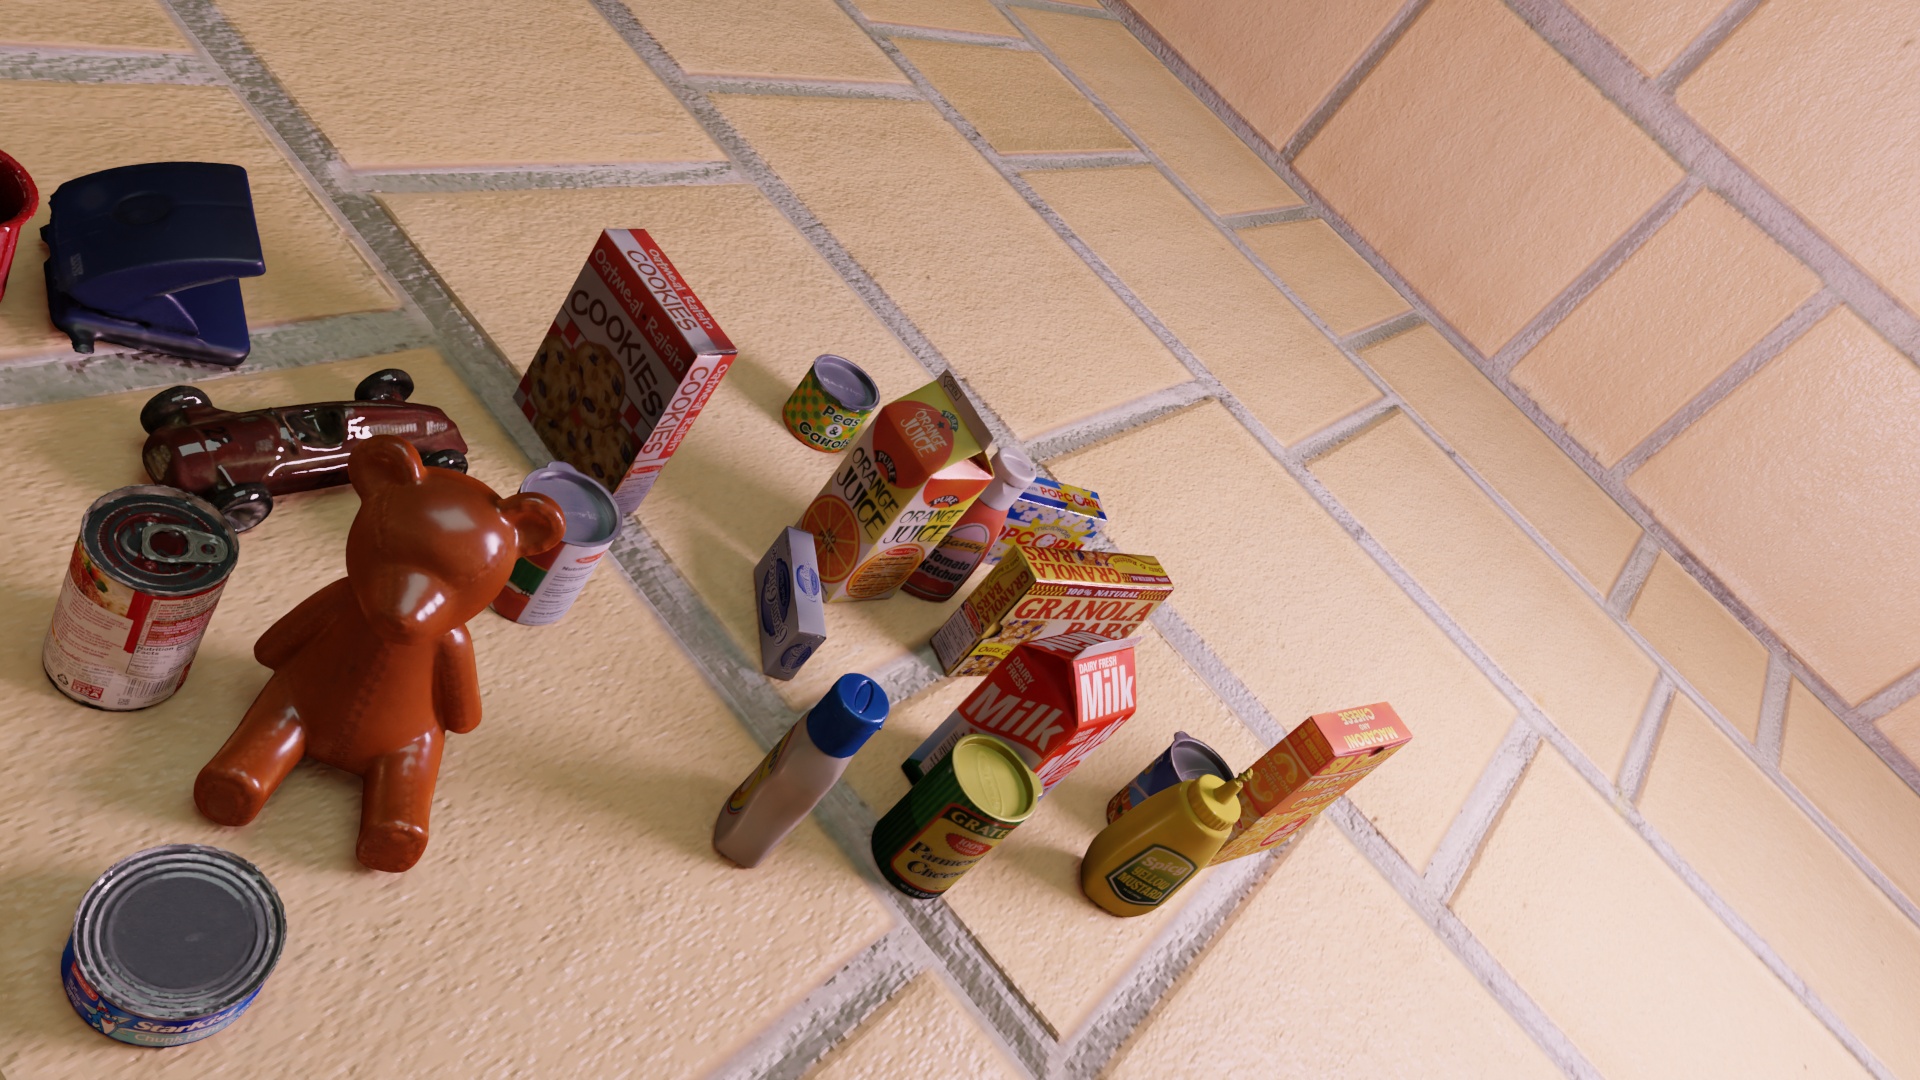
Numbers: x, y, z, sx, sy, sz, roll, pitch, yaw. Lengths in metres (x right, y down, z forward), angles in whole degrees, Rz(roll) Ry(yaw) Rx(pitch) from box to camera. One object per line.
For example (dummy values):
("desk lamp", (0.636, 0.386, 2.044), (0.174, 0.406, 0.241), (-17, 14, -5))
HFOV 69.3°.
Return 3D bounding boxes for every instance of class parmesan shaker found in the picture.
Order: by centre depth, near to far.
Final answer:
("parmesan shaker", (-0.003, 0.184, 0.916), (0.071, 0.102, 0.072), (27, 35, -21))

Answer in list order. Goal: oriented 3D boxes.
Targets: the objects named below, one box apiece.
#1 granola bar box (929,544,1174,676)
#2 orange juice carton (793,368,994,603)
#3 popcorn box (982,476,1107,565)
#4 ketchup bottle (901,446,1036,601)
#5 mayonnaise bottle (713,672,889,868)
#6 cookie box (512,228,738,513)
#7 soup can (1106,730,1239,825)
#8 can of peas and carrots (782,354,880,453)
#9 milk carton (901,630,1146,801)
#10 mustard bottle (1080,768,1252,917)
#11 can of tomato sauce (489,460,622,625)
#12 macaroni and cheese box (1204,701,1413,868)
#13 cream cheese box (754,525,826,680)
("granola bar box", (0.076, 0.060, 1.122), (0.166, 0.123, 0.039), (4, 47, -42))
("orange juice carton", (-0.044, -0.039, 1.056), (0.073, 0.191, 0.072), (-3, 52, -47))
("popcorn box", (0.055, -0.016, 1.226), (0.127, 0.085, 0.038), (13, 42, -36))
("ketchup bottle", (0.004, -0.014, 1.115), (0.065, 0.148, 0.044), (21, 37, -27))
("mayonnaise bottle", (-0.096, 0.136, 0.839), (0.041, 0.147, 0.065), (34, 33, -10))
("cookie box", (-0.238, -0.117, 0.977), (0.040, 0.166, 0.123), (-15, 61, -52))
("soup can", (0.163, 0.201, 1.080), (0.071, 0.083, 0.072), (26, 35, -21))
("can of peas and carrots", (-0.112, -0.116, 1.202), (0.071, 0.058, 0.071), (26, 35, -21))
("milk carton", (0.050, 0.126, 0.958), (0.072, 0.189, 0.073), (-7, 56, -49))
("mustard bottle", (0.152, 0.209, 0.989), (0.065, 0.159, 0.049), (30, 34, -16))
("can of tomato sauce", (-0.265, 0.003, 0.887), (0.071, 0.082, 0.071), (26, 35, -21))
("macaroni and cheese box", (0.266, 0.197, 1.112), (0.124, 0.165, 0.040), (-1, 51, -46))
("cream cheese box", (-0.124, 0.045, 1.005), (0.024, 0.053, 0.104), (19, 39, -30))
